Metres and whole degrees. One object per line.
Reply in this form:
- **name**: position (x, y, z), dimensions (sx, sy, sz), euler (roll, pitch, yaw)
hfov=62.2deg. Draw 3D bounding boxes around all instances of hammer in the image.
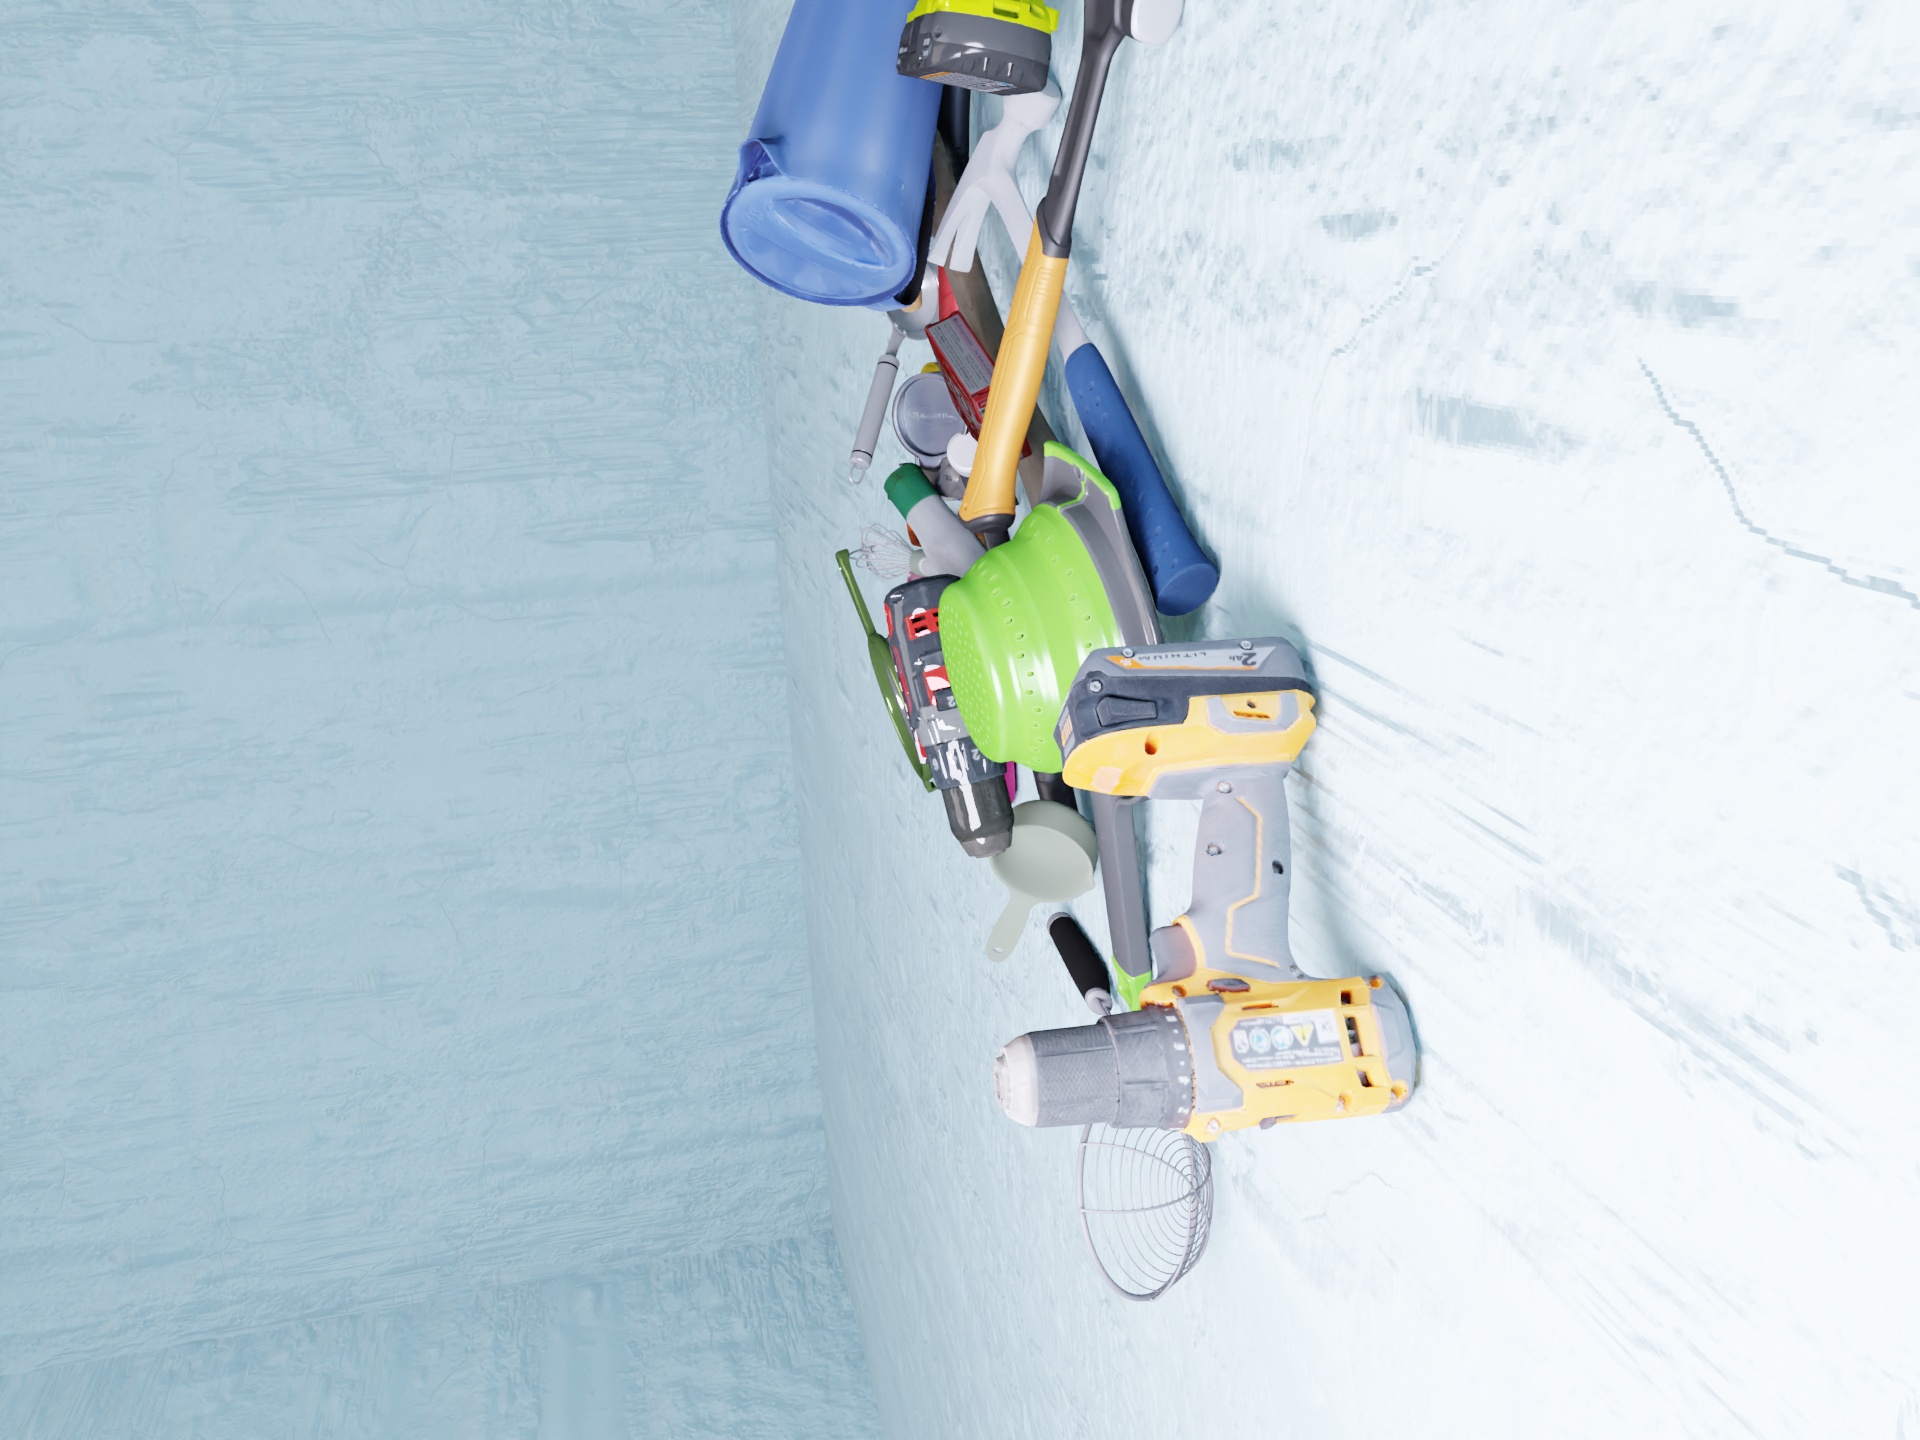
- **hammer**: position (0.008, -0.309, 1.188), dimensions (0.146, 0.038, 0.411), euler (122, 134, -59)
- **hammer**: position (0.069, -0.228, 0.989), dimensions (0.144, 0.035, 0.406), euler (-52, 44, 41)
- **hammer**: position (0.050, -0.043, 1.196), dimensions (0.146, 0.035, 0.335), euler (21, -124, -81)
- **hammer**: position (-0.012, -0.379, 1.309), dimensions (0.143, 0.038, 0.386), euler (32, 127, 58)
- **hammer**: position (0.046, -0.271, 0.944), dimensions (0.127, 0.034, 0.336), euler (52, 136, 49)

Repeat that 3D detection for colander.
- **colander**: position (0.057, 0.032, 0.993), dimensions (0.205, 0.094, 0.396), euler (-126, 23, -59)

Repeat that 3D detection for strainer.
- **strainer**: position (-0.064, -0.320, 1.397), dimensions (0.050, 0.086, 0.259), euler (-4, 64, 41)
- **strainer**: position (-0.051, -0.067, 1.536), dimensions (0.151, 0.069, 0.257), euler (87, 162, -66)

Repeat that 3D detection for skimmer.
- **skimmer**: position (0.087, 0.240, 1.091), dimensions (0.127, 0.090, 0.364), euler (54, -177, -23)

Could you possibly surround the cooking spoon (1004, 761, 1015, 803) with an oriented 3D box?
- **cooking spoon**: position (0.009, 0.025, 1.529), dimensions (0.319, 0.017, 0.068), euler (-144, 50, -74)

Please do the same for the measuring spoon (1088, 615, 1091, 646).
- **measuring spoon**: position (0.090, -0.034, 1.128), dimensions (0.124, 0.018, 0.034), euler (87, 170, -49)

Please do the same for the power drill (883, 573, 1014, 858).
- **power drill**: position (-0.002, -0.004, 1.127), dimensions (0.226, 0.080, 0.188), euler (-54, -50, -89)

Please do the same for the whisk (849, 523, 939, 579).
- **whisk**: position (-0.043, -0.153, 1.527), dimensions (0.246, 0.059, 0.057), euler (22, 126, 61)

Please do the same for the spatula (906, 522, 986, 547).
- **spatula**: position (-0.013, -0.188, 1.515), dimensions (0.323, 0.041, 0.081), euler (-145, 49, -69)

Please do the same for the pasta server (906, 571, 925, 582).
- **pasta server**: position (0.002, -0.076, 1.500), dimensions (0.317, 0.040, 0.060), euler (-121, 26, -54)

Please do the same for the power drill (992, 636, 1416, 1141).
- **power drill**: position (0.096, 0.080, 0.740), dimensions (0.084, 0.185, 0.226), euler (105, 159, -65)

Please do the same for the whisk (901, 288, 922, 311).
- **whisk**: position (-0.044, -0.473, 1.382), dimensions (0.051, 0.047, 0.245), euler (-15, 74, 54)

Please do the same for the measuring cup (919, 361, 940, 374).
- **measuring cup**: position (0.005, -0.250, 1.400), dimensions (0.157, 0.029, 0.062), euler (65, 150, 22)

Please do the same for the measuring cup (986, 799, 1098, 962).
- **measuring cup**: position (0.049, 0.118, 1.154), dimensions (0.167, 0.083, 0.038), euler (111, -178, -46)

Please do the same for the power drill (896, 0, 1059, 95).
- **power drill**: position (0.020, -0.513, 0.978), dimensions (0.191, 0.080, 0.228), euler (-127, 45, -66)
